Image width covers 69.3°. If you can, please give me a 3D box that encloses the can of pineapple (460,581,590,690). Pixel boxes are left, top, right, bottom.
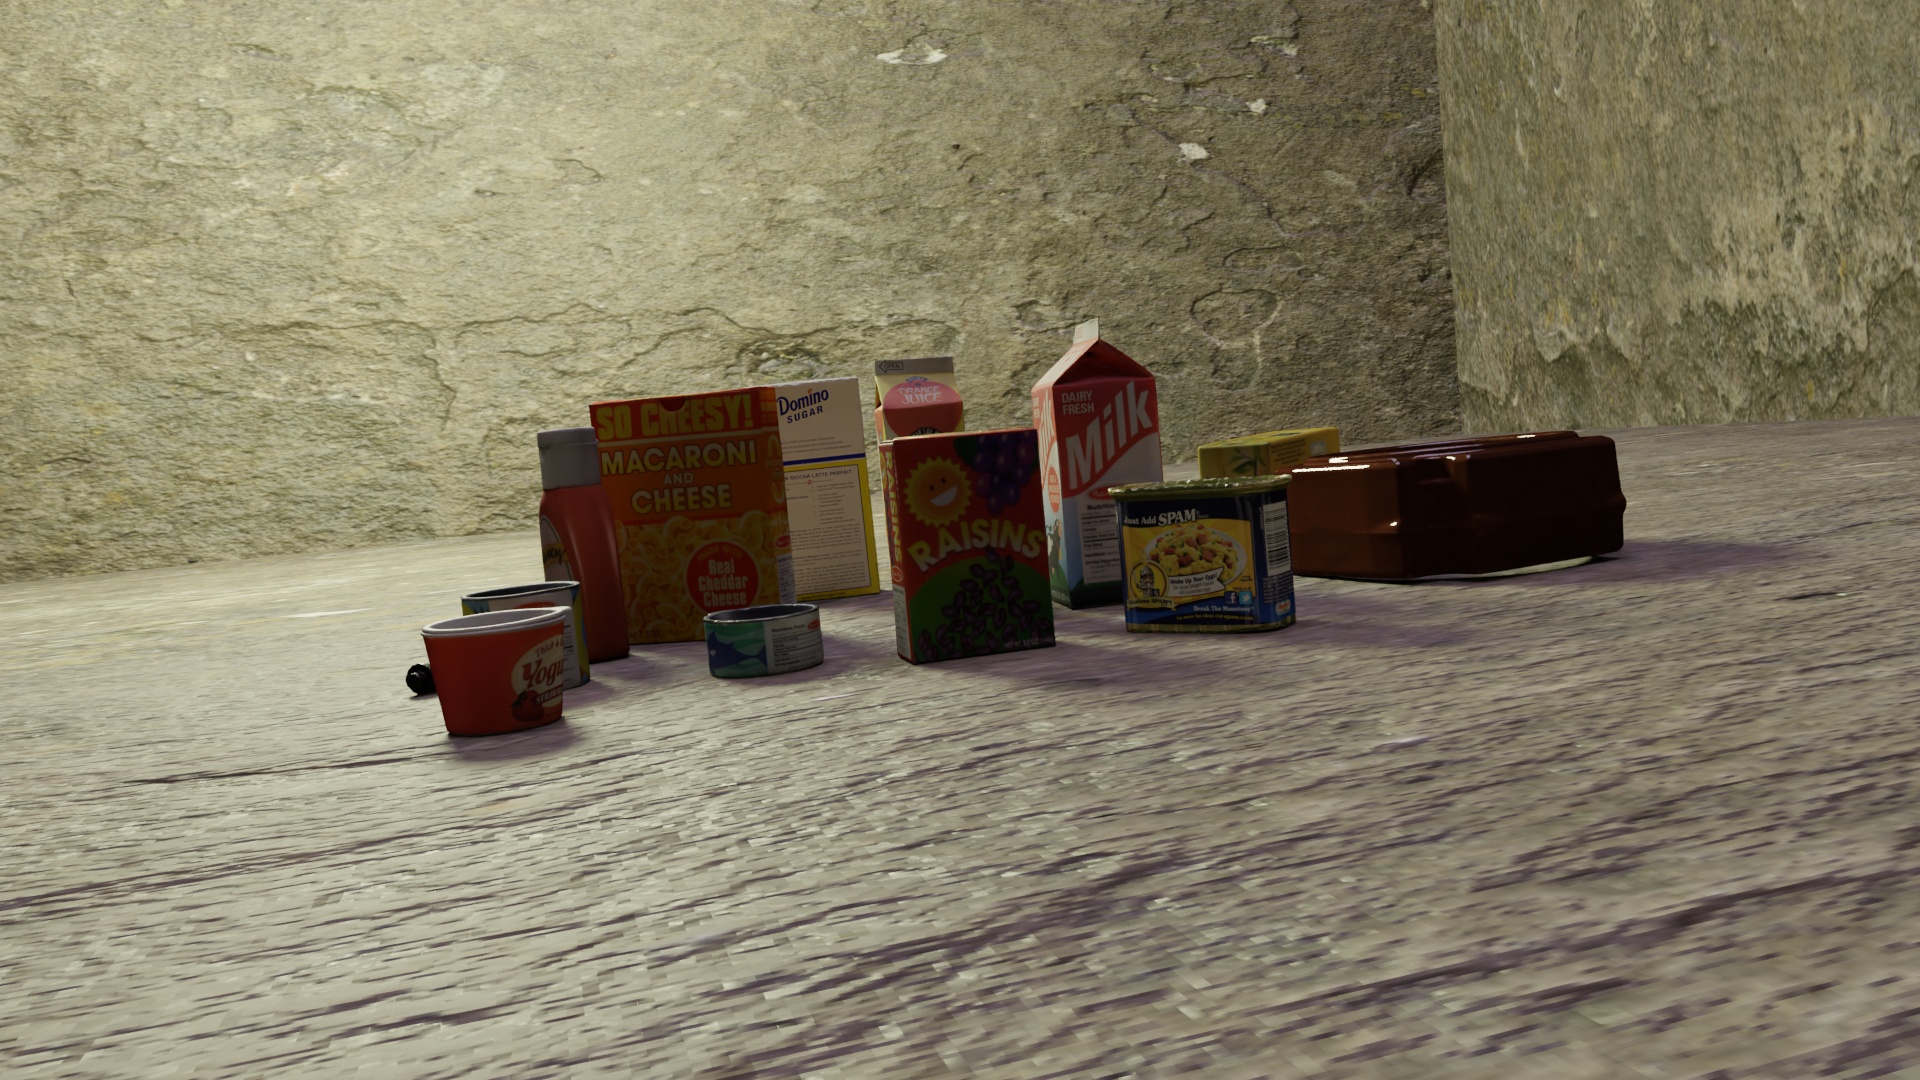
[{"bbox_3d":[-0.248,0.056,0.795,0.071,0.058,0.071,-5,4,0],"label":"can of pineapple"}]

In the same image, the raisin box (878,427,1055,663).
[{"bbox_3d":[0.004,0.001,0.777,0.086,0.123,0.040,-6,4,-14],"label":"raisin box"}]

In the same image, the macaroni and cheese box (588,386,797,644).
[{"bbox_3d":[-0.180,-0.016,0.941,0.124,0.166,0.040,-4,4,12],"label":"macaroni and cheese box"}]

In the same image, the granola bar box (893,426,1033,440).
[{"bbox_3d":[0.003,-0.012,0.940,0.039,0.124,0.165,-7,4,-23],"label":"granola bar box"}]

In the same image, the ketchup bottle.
[{"bbox_3d":[-0.245,0.002,0.891,0.044,0.148,0.064,-8,5,-38],"label":"ketchup bottle"}]

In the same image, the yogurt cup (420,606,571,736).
[{"bbox_3d":[-0.227,0.064,0.684,0.072,0.054,0.072,-5,4,0],"label":"yogurt cup"}]

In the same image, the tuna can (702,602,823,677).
[{"bbox_3d":[-0.114,0.056,0.792,0.071,0.033,0.071,-5,4,0],"label":"tuna can"}]

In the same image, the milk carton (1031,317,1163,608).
[{"bbox_3d":[0.094,-0.054,0.949,0.073,0.190,0.072,-6,4,-8],"label":"milk carton"}]

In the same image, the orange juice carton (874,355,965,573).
[{"bbox_3d":[-0.032,-0.065,1.222,0.072,0.192,0.073,-6,4,-9],"label":"orange juice carton"}]
